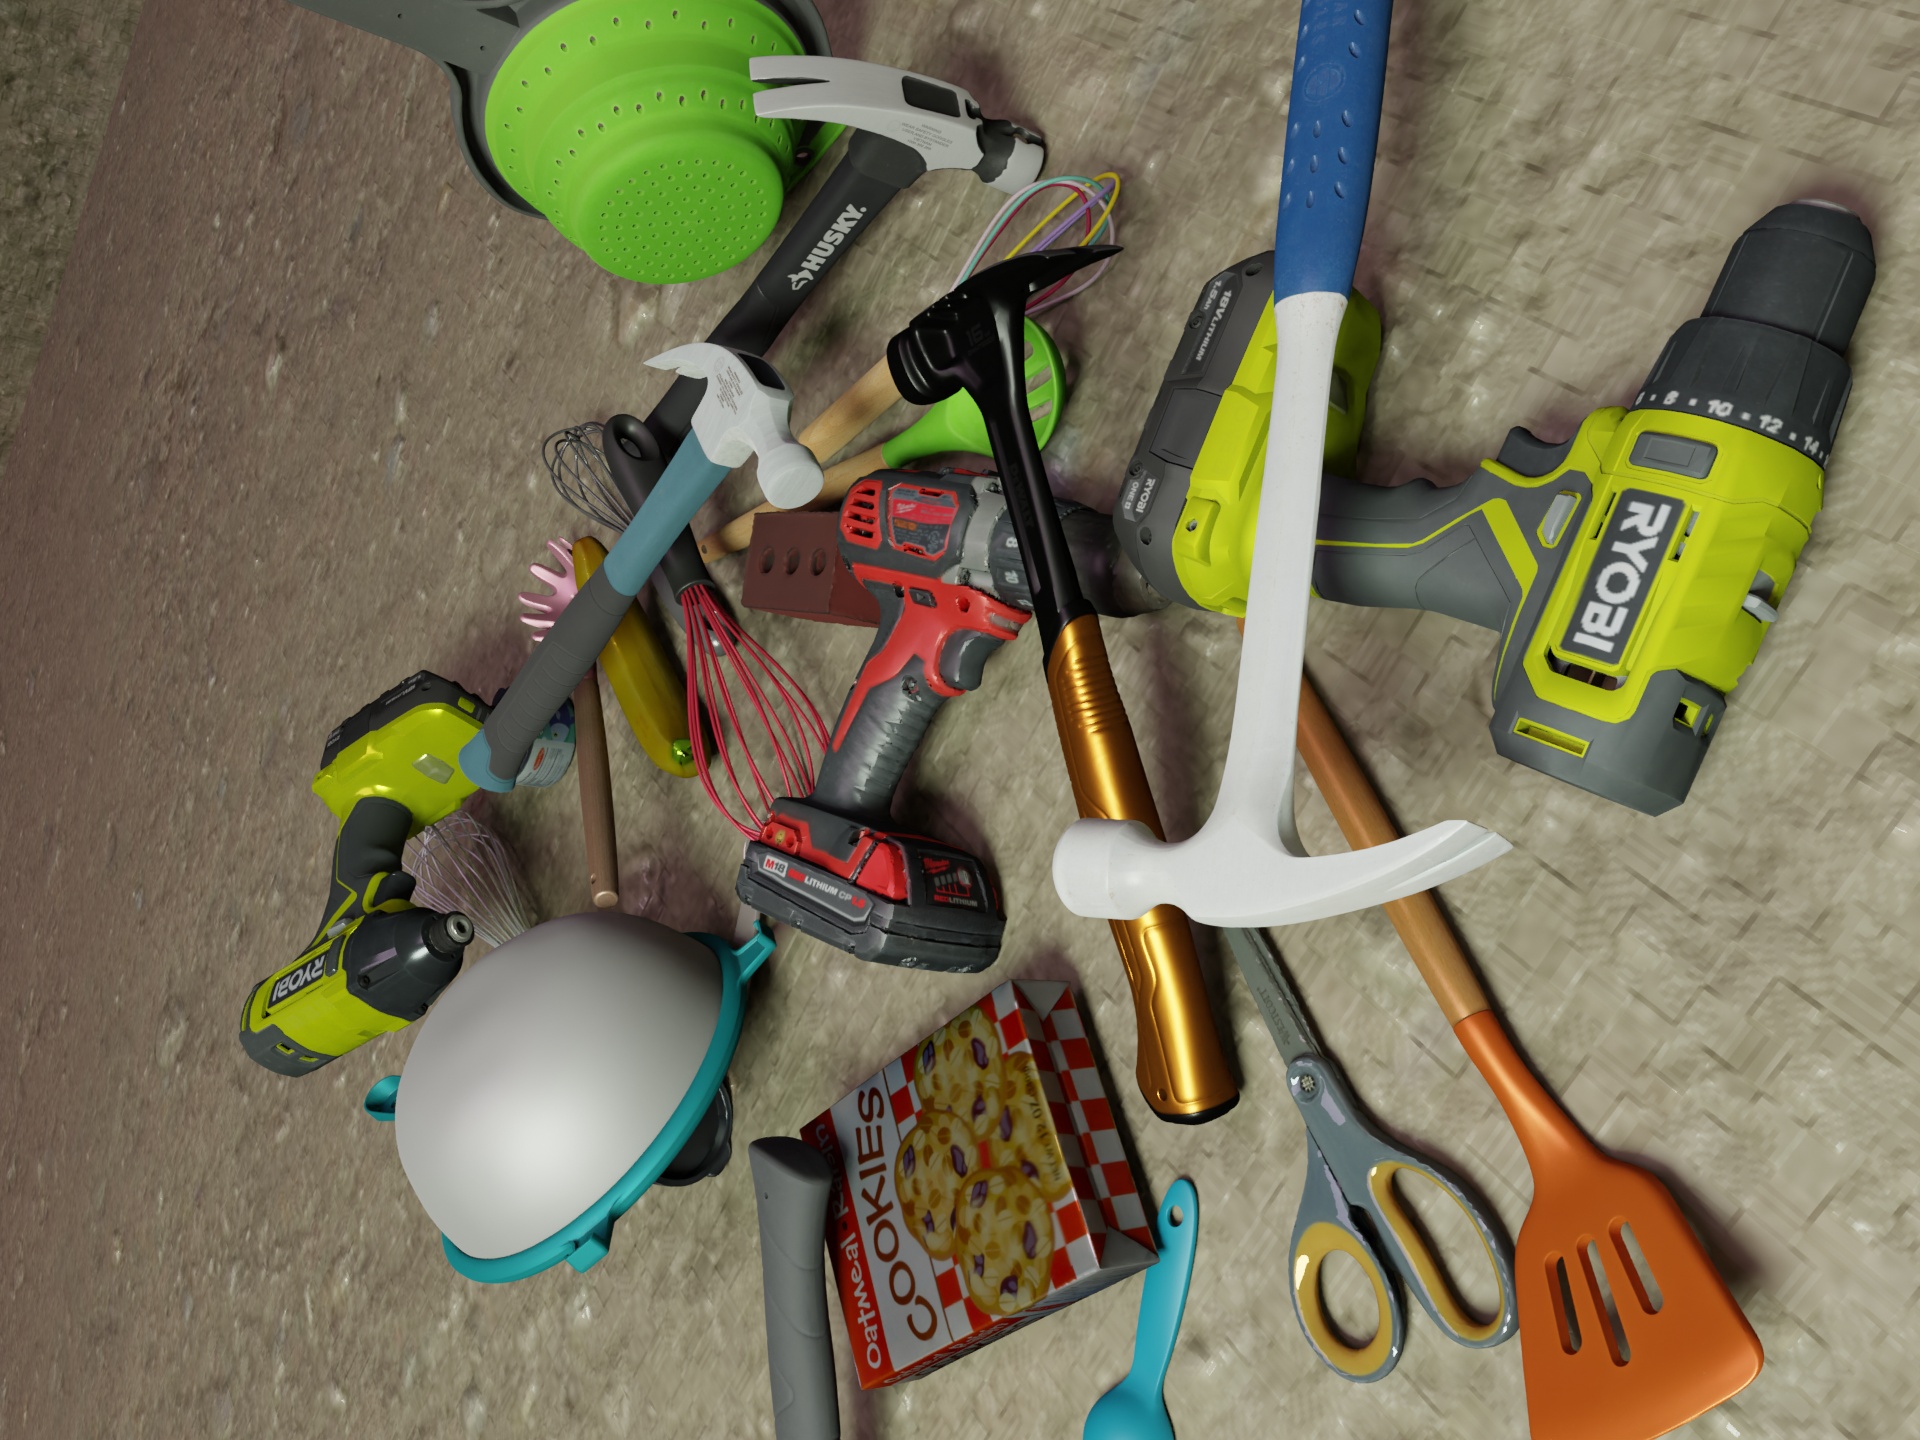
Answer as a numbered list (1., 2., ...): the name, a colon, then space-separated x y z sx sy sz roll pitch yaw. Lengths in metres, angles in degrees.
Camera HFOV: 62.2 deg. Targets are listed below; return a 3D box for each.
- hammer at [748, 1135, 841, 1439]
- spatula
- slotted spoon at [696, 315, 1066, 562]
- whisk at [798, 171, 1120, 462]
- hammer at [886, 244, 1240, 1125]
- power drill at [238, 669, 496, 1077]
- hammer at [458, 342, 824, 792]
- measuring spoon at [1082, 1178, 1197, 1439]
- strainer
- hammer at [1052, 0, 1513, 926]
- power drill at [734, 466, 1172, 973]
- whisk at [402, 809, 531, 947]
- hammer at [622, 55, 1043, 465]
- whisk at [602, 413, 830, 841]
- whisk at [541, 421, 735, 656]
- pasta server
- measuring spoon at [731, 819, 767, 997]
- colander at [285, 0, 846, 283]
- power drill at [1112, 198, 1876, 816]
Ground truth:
1. hammer: -0.061 0.391 0.698 0.149 0.036 0.409 -13 81 47
2. spatula: 0.163 0.082 0.556 0.081 0.041 0.323 -45 51 32
3. slotted spoon: -0.052 -0.134 0.840 0.314 0.031 0.070 -18 90 46
4. whisk: -0.008 -0.194 0.796 0.245 0.051 0.047 -31 66 42
5. hammer: 0.054 -0.008 0.613 0.127 0.034 0.337 -14 92 59
6. power drill: -0.340 0.086 0.959 0.171 0.080 0.223 -29 43 27
7. hammer: -0.188 -0.067 0.853 0.331 0.033 0.128 -46 56 33
8. measuring spoon: 0.072 0.246 0.632 0.042 0.021 0.128 11 90 48
9. strainer: -0.263 0.182 0.861 0.340 0.095 0.211 -14 38 43
10. hammer: 0.123 -0.131 0.537 0.144 0.035 0.406 -2 73 40
11. power drill: -0.001 -0.002 0.725 0.188 0.080 0.227 16 90 43
12. whisk: -0.288 0.137 1.016 0.285 0.070 0.070 37 109 39
13. hammer: -0.110 -0.225 0.862 0.334 0.146 0.035 -36 54 46
14. whisk: -0.137 -0.054 0.861 0.073 0.073 0.296 -43 62 33
15. whisk: -0.198 -0.114 0.980 0.239 0.055 0.055 50 118 36
16. pasta server: -0.228 -0.006 0.947 0.060 0.040 0.317 -48 36 22
17. measuring spoon: -0.110 0.114 0.865 0.034 0.018 0.124 24 107 49
18. colander: -0.213 -0.303 0.780 0.204 0.396 0.095 -35 64 37
19. power drill: 0.178 -0.093 0.551 0.229 0.080 0.190 26 97 44
